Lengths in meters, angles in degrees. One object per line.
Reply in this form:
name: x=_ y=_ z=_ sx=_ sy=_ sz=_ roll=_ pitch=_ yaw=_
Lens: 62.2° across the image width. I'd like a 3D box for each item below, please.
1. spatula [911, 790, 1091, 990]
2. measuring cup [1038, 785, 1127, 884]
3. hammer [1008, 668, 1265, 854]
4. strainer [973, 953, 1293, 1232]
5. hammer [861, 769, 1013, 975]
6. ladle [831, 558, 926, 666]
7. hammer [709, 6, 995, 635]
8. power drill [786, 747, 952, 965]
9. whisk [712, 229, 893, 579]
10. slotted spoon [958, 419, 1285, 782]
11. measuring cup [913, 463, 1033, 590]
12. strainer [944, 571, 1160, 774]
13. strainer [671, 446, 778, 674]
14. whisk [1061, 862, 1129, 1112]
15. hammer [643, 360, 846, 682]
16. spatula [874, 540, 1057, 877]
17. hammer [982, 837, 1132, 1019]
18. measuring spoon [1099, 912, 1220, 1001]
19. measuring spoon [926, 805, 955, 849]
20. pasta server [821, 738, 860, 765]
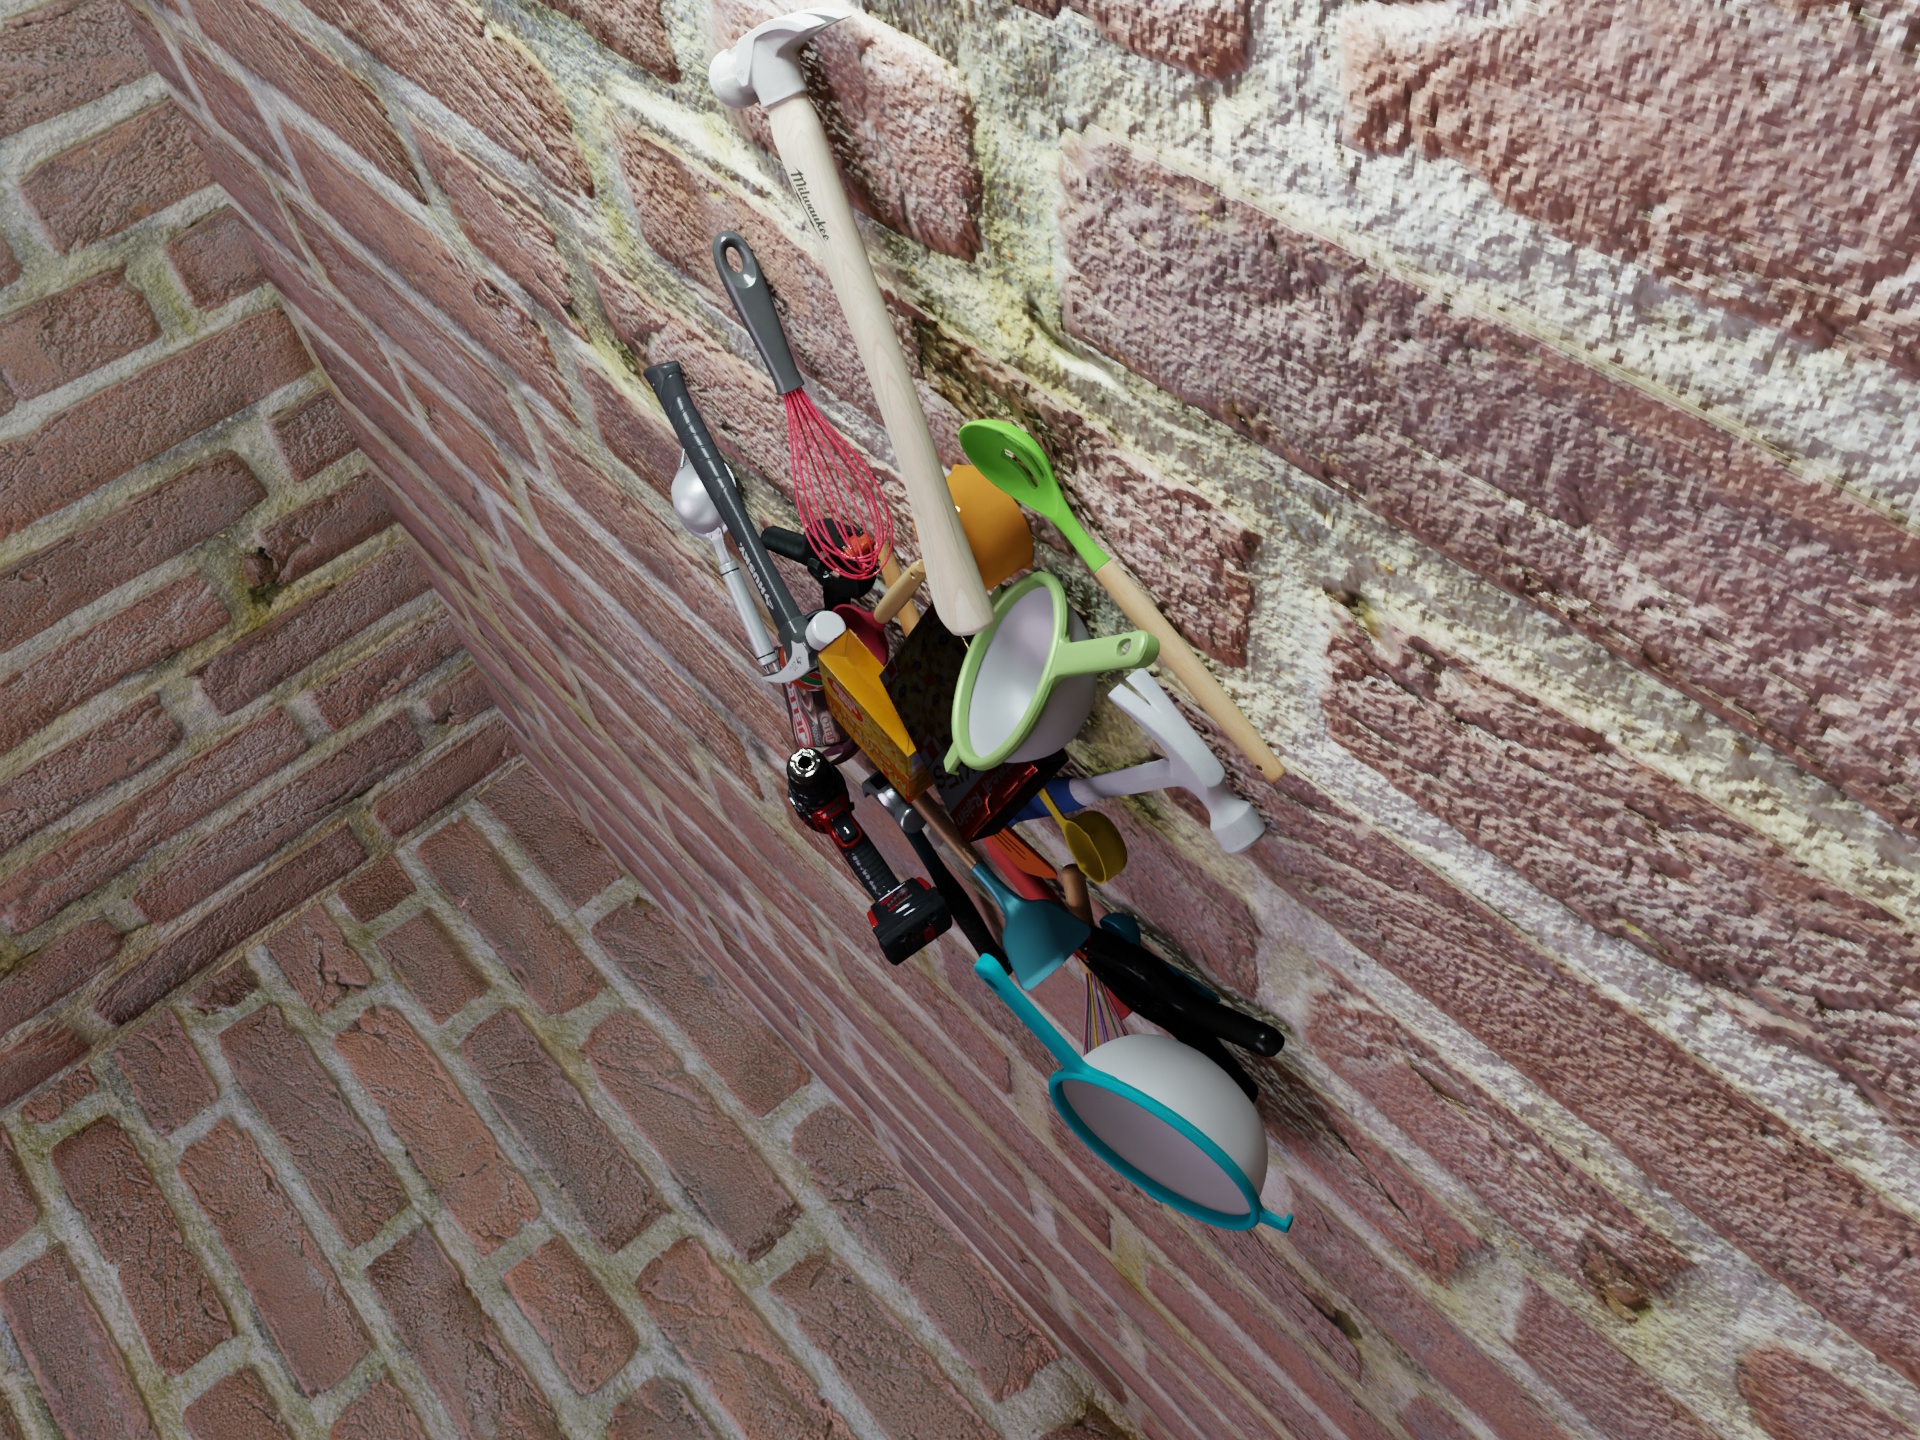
spatula: x=-0.001 y=0.114 z=1.488 sx=0.318 sy=0.082 sz=0.044 roll=48 pitch=-178 yaw=24
measuring cup: x=0.082 y=0.060 z=1.263 sx=0.157 sy=0.029 sz=0.062 roll=56 pitch=162 yaw=26
hammer: x=0.099 y=0.051 z=1.286 sx=0.144 sy=0.035 sz=0.405 roll=55 pitch=160 yaw=-6
strainer: x=0.146 y=0.294 z=1.363 sx=0.340 sy=0.095 sz=0.211 roll=48 pitch=154 yaw=-15
hammer: x=-0.016 y=0.171 z=1.679 sx=0.128 sy=0.033 sz=0.330 roll=43 pitch=167 yaw=50
ladle: x=-0.062 y=-0.093 z=1.318 sx=0.069 sy=0.031 sz=0.315 roll=49 pitch=165 yaw=-3
hammer: x=-0.050 y=-0.246 z=1.041 sx=0.146 sy=0.038 sz=0.410 roll=13 pitch=128 yaw=59
power drill: x=-0.105 y=0.132 z=1.647 sx=0.227 sy=0.080 sz=0.187 roll=53 pitch=171 yaw=16
whisk: x=-0.127 y=-0.245 z=1.263 sx=0.073 sy=0.073 sz=0.295 roll=16 pitch=133 yaw=59
slotted spoon: x=0.111 y=-0.082 z=1.057 sx=0.314 sy=0.031 sz=0.070 roll=50 pitch=160 yaw=2
measuring cup: x=-0.007 y=-0.127 z=1.198 sx=0.095 sy=0.052 sz=0.173 roll=53 pitch=158 yaw=0
strainer: x=0.081 y=-0.031 z=1.110 sx=0.069 sy=0.151 sz=0.256 roll=21 pitch=168 yaw=-24
strainer: x=-0.232 y=-0.158 z=1.572 sx=0.087 sy=0.050 sz=0.258 roll=-20 pitch=95 yaw=36
whisk: x=0.126 y=0.248 z=1.467 sx=0.051 sy=0.047 sz=0.245 roll=8 pitch=113 yaw=60
hammer: x=-0.211 y=-0.188 z=1.473 sx=0.335 sy=0.035 sz=0.146 roll=62 pitch=151 yaw=9
spatula: x=-0.002 y=-0.004 z=1.369 sx=0.322 sy=0.041 sz=0.081 roll=69 pitch=161 yaw=-6
hammer: x=0.052 y=0.135 z=1.525 sx=0.359 sy=0.037 sz=0.149 roll=49 pitch=159 yaw=12
measuring spoon: x=0.179 y=0.206 z=1.402 sx=0.129 sy=0.021 sz=0.042 roll=32 pitch=158 yaw=25
measuring spoon: x=-0.028 y=0.121 z=1.700 sx=0.034 sy=0.018 sz=0.124 roll=49 pitch=160 yaw=9
pasta server: x=-0.087 y=-0.010 z=1.587 sx=0.316 sy=0.040 sz=0.060 roll=146 pitch=111 yaw=-68
